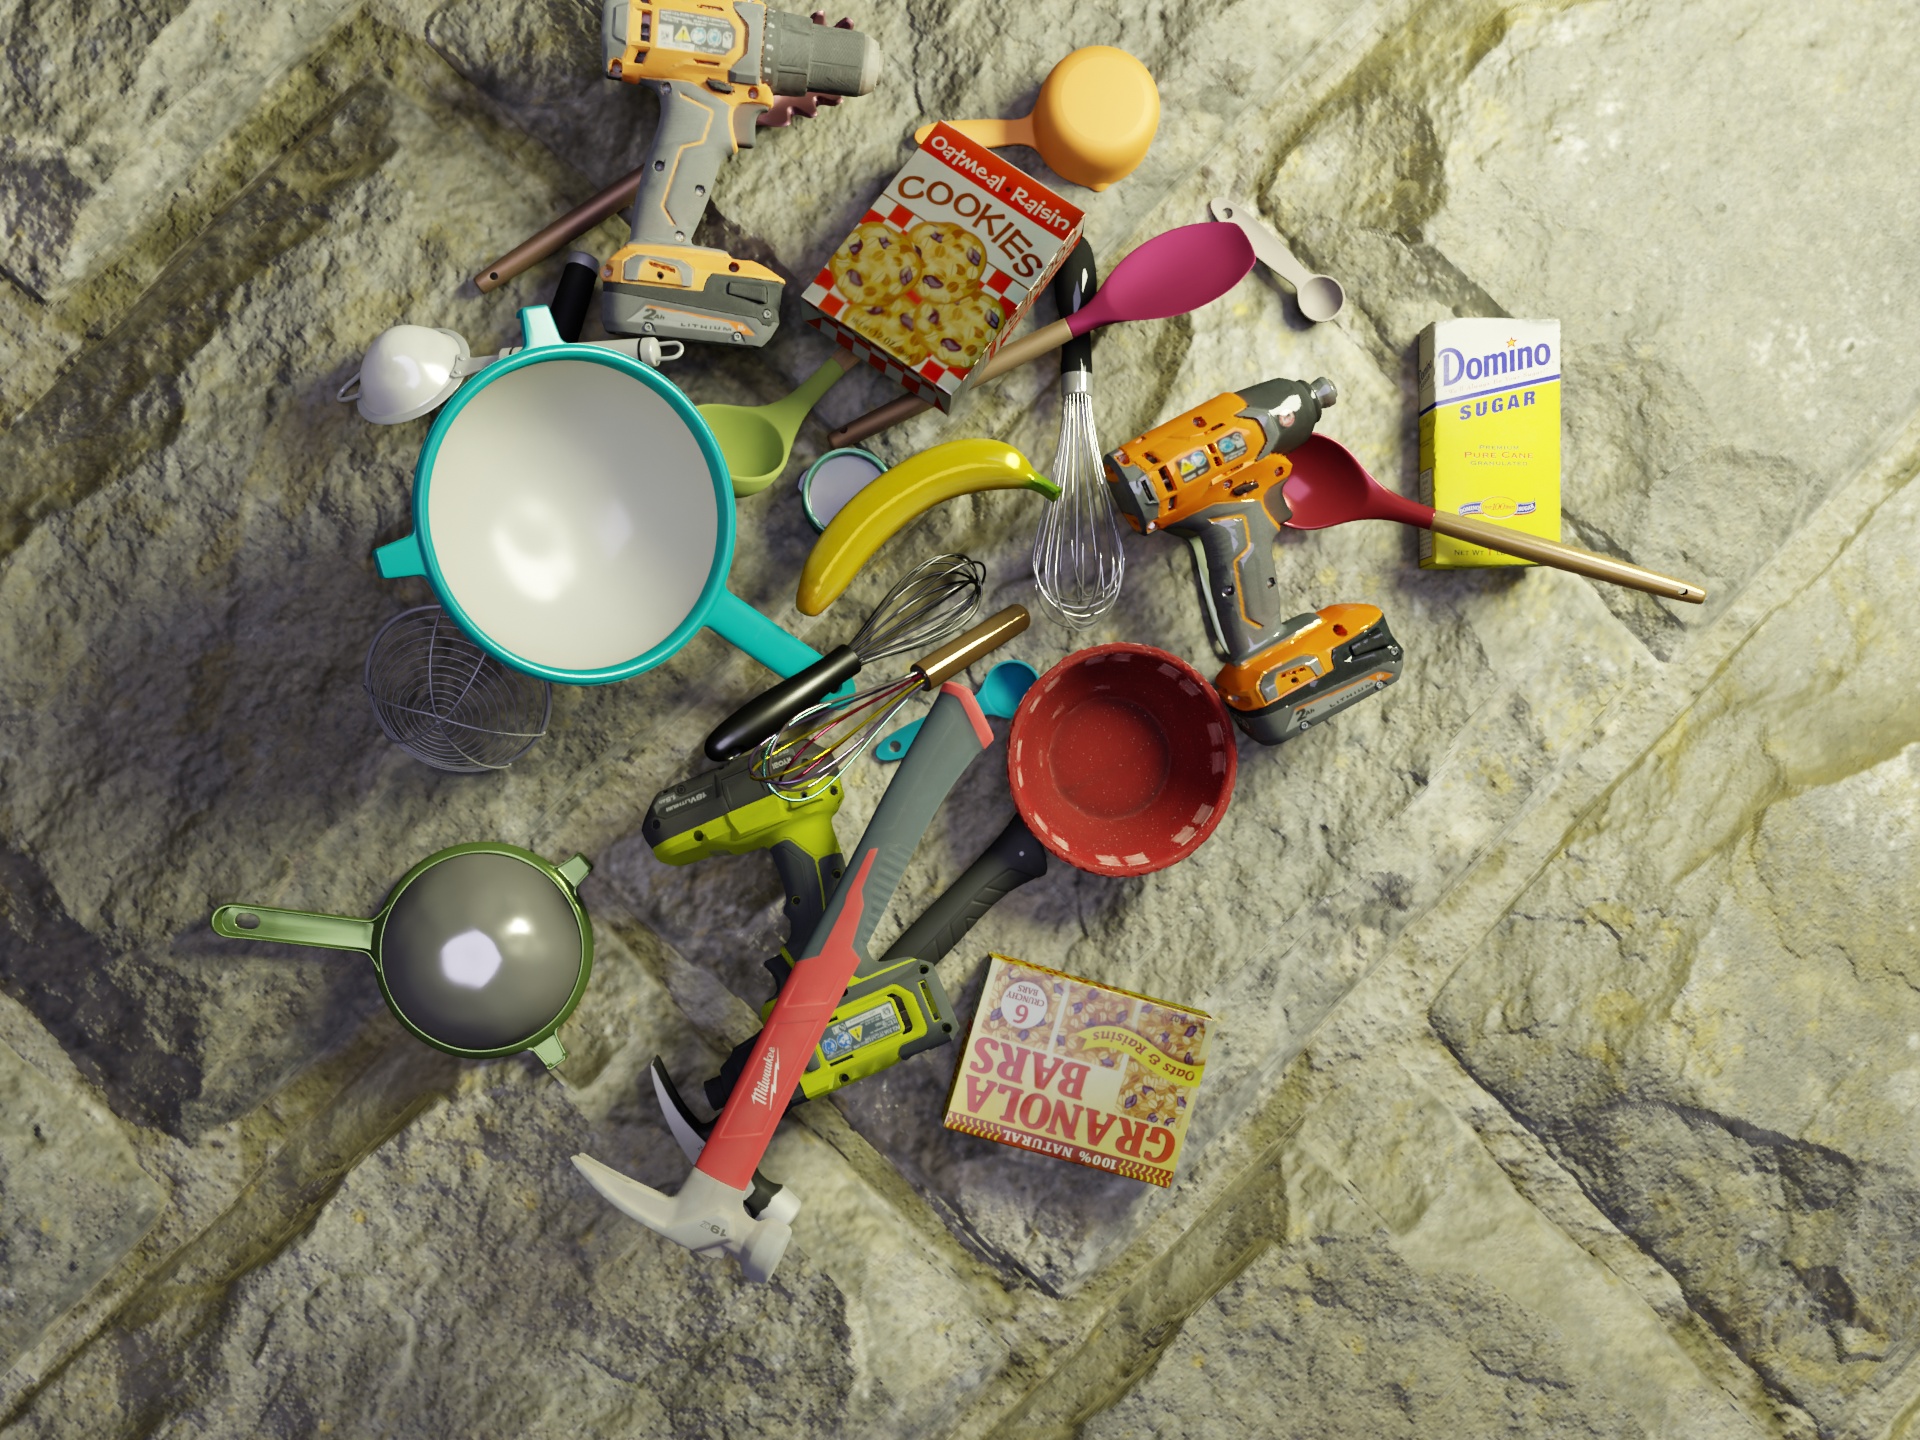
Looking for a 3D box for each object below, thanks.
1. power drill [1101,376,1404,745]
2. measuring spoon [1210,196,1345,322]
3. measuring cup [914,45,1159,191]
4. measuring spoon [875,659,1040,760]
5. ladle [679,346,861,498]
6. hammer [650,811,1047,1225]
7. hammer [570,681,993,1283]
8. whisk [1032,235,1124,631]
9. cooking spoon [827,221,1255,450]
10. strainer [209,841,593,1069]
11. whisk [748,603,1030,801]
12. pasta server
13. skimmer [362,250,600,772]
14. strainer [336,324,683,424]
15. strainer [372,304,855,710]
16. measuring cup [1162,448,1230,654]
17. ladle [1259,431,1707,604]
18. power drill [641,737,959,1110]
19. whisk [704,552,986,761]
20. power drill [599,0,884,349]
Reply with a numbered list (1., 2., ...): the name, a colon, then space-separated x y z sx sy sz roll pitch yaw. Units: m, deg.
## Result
1. power drill: 0.215 -0.116 1.086 0.164 0.084 0.226 -28 103 -2
2. measuring spoon: 0.227 -0.333 1.150 0.124 0.018 0.034 44 87 4
3. measuring cup: 0.055 -0.423 1.115 0.173 0.052 0.095 -6 90 -6
4. measuring spoon: -0.002 -0.004 1.131 0.128 0.021 0.042 -26 92 5
5. ladle: -0.068 -0.270 1.106 0.320 0.062 0.078 -43 73 -6
6. hammer: -0.067 0.191 1.112 0.146 0.035 0.335 45 87 -3
7. hammer: -0.097 0.144 1.008 0.143 0.038 0.386 26 82 5
8. whisk: 0.082 -0.203 1.117 0.070 0.070 0.285 0 85 -4
9. cooking spoon: 0.052 -0.260 1.100 0.319 0.017 0.069 -24 65 8
10. strainer: -0.381 0.152 1.071 0.256 0.069 0.151 8 89 -6
11. whisk: -0.040 -0.017 1.066 0.245 0.047 0.051 -33 83 -31
12. pasta server: -0.203 -0.388 1.105 0.316 0.040 0.060 -34 108 -2
13. skimmer: -0.309 -0.145 1.100 0.127 0.090 0.363 15 78 -6
14. strainer: -0.308 -0.241 1.061 0.258 0.050 0.087 -2 59 10
15. strainer: -0.214 -0.099 1.056 0.340 0.095 0.211 35 73 -34
16. measuring cup: 0.177 -0.127 1.129 0.083 0.038 0.167 -16 90 -4
17. ladle: 0.353 -0.133 1.101 0.315 0.031 0.069 19 108 14
18. power drill: -0.120 0.140 1.063 0.171 0.080 0.223 -22 78 -3
19. whisk: -0.075 -0.043 1.079 0.239 0.055 0.055 -36 92 -22
20. power drill: -0.151 -0.367 1.068 0.185 0.084 0.226 4 100 -10
